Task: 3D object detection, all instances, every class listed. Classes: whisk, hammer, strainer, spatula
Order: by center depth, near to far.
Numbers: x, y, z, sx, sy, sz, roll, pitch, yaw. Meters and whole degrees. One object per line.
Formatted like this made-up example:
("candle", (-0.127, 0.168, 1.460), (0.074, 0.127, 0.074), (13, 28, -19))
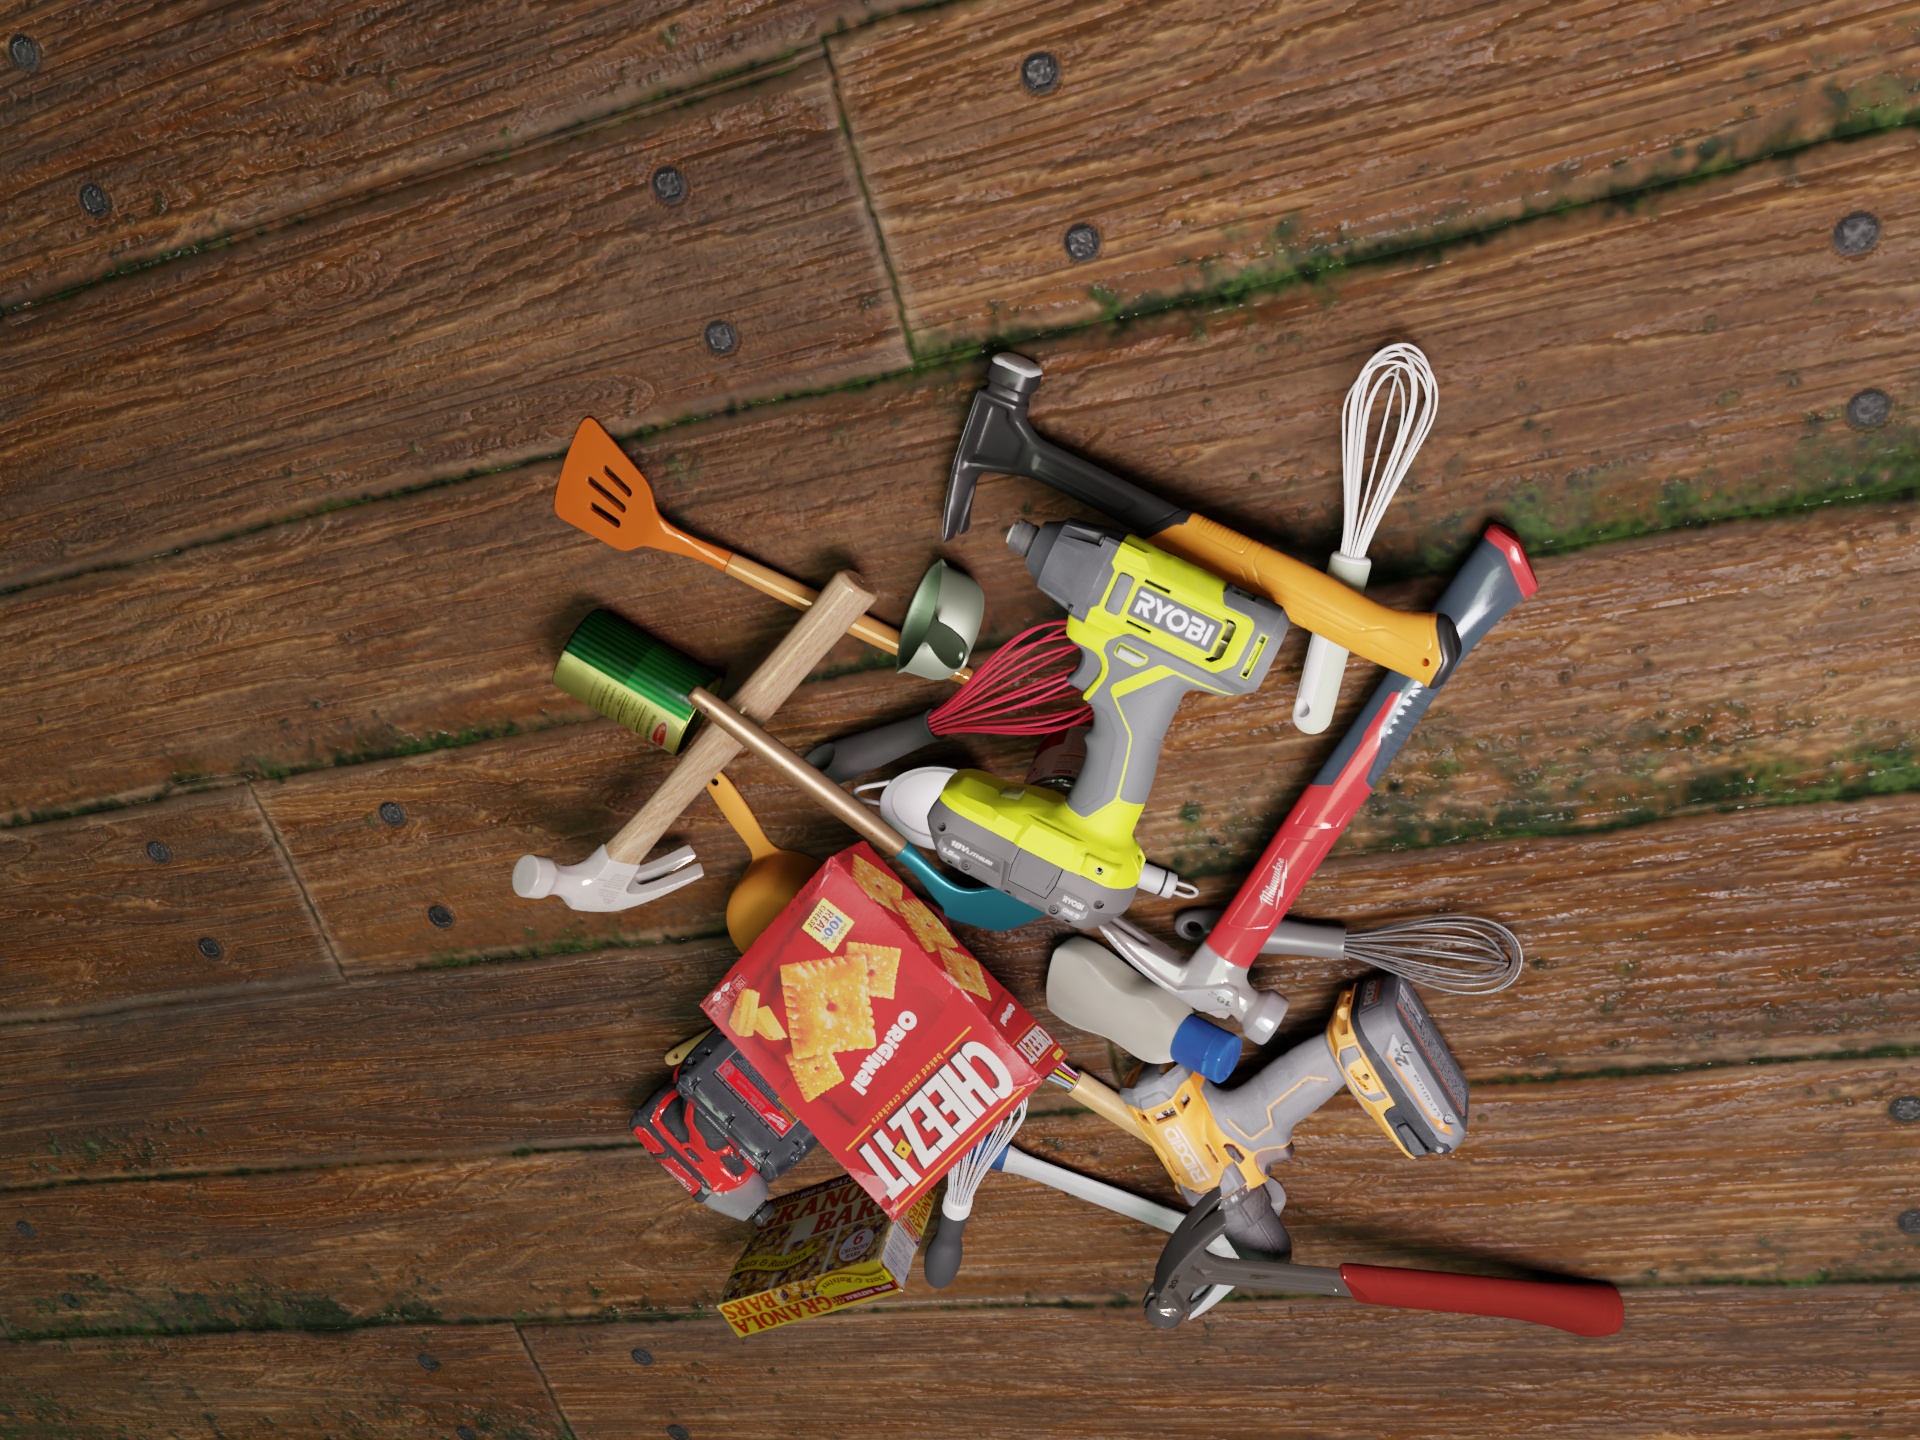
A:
("whisk", (0.240, -0.107, 0.971), (0.059, 0.058, 0.246), (-1, 112, -28))
("hammer", (0.144, -0.103, 0.980), (0.337, 0.034, 0.127), (29, 120, 17))
("hammer", (0.238, 0.034, 1.047), (0.143, 0.038, 0.386), (32, 114, 8))
("whisk", (-0.002, -0.003, 1.090), (0.296, 0.073, 0.073), (-21, 109, 34))
("spatula", (-0.137, -0.104, 1.110), (0.322, 0.041, 0.081), (26, 119, -3))
("spatula", (-0.060, 0.067, 1.113), (0.317, 0.044, 0.082), (39, 135, -20))
("whisk", (0.268, 0.154, 1.115), (0.239, 0.055, 0.055), (4, 117, 19))
("hammer", (-0.171, 0.021, 1.119), (0.331, 0.130, 0.031), (-46, 54, 20))
("strainer", (0.050, 0.080, 1.140), (0.258, 0.050, 0.086), (20, 134, -2))
("hammer", (0.322, 0.409, 1.162), (0.359, 0.037, 0.149), (9, 131, -11))
("whisk", (0.069, 0.267, 1.232), (0.245, 0.051, 0.047), (33, 141, -7))
("whisk", (0.003, 0.357, 1.239), (0.070, 0.070, 0.284), (16, 126, 7))
("hammer", (0.045, 0.362, 1.283), (0.405, 0.035, 0.144), (19, 119, 5))

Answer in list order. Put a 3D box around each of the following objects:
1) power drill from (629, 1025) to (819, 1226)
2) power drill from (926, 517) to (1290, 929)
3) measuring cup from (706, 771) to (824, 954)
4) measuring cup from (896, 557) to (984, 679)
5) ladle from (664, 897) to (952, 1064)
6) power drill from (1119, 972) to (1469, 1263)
("power drill", (-0.181, 0.328, 1.263), (0.143, 0.078, 0.219), (44, 144, 5))
("power drill", (0.074, -0.003, 0.965), (0.171, 0.080, 0.223), (26, 107, 6))
("measuring cup", (-0.155, 0.115, 1.204), (0.095, 0.052, 0.173), (-22, 110, 24))
("measuring cup", (-0.002, -0.052, 1.021), (0.038, 0.168, 0.083), (19, 100, -17))
("ladle", (-0.124, 0.218, 1.261), (0.315, 0.031, 0.069), (-29, 74, 28))
("power drill", (0.253, 0.300, 1.156), (0.226, 0.084, 0.185), (-29, 96, 25))
